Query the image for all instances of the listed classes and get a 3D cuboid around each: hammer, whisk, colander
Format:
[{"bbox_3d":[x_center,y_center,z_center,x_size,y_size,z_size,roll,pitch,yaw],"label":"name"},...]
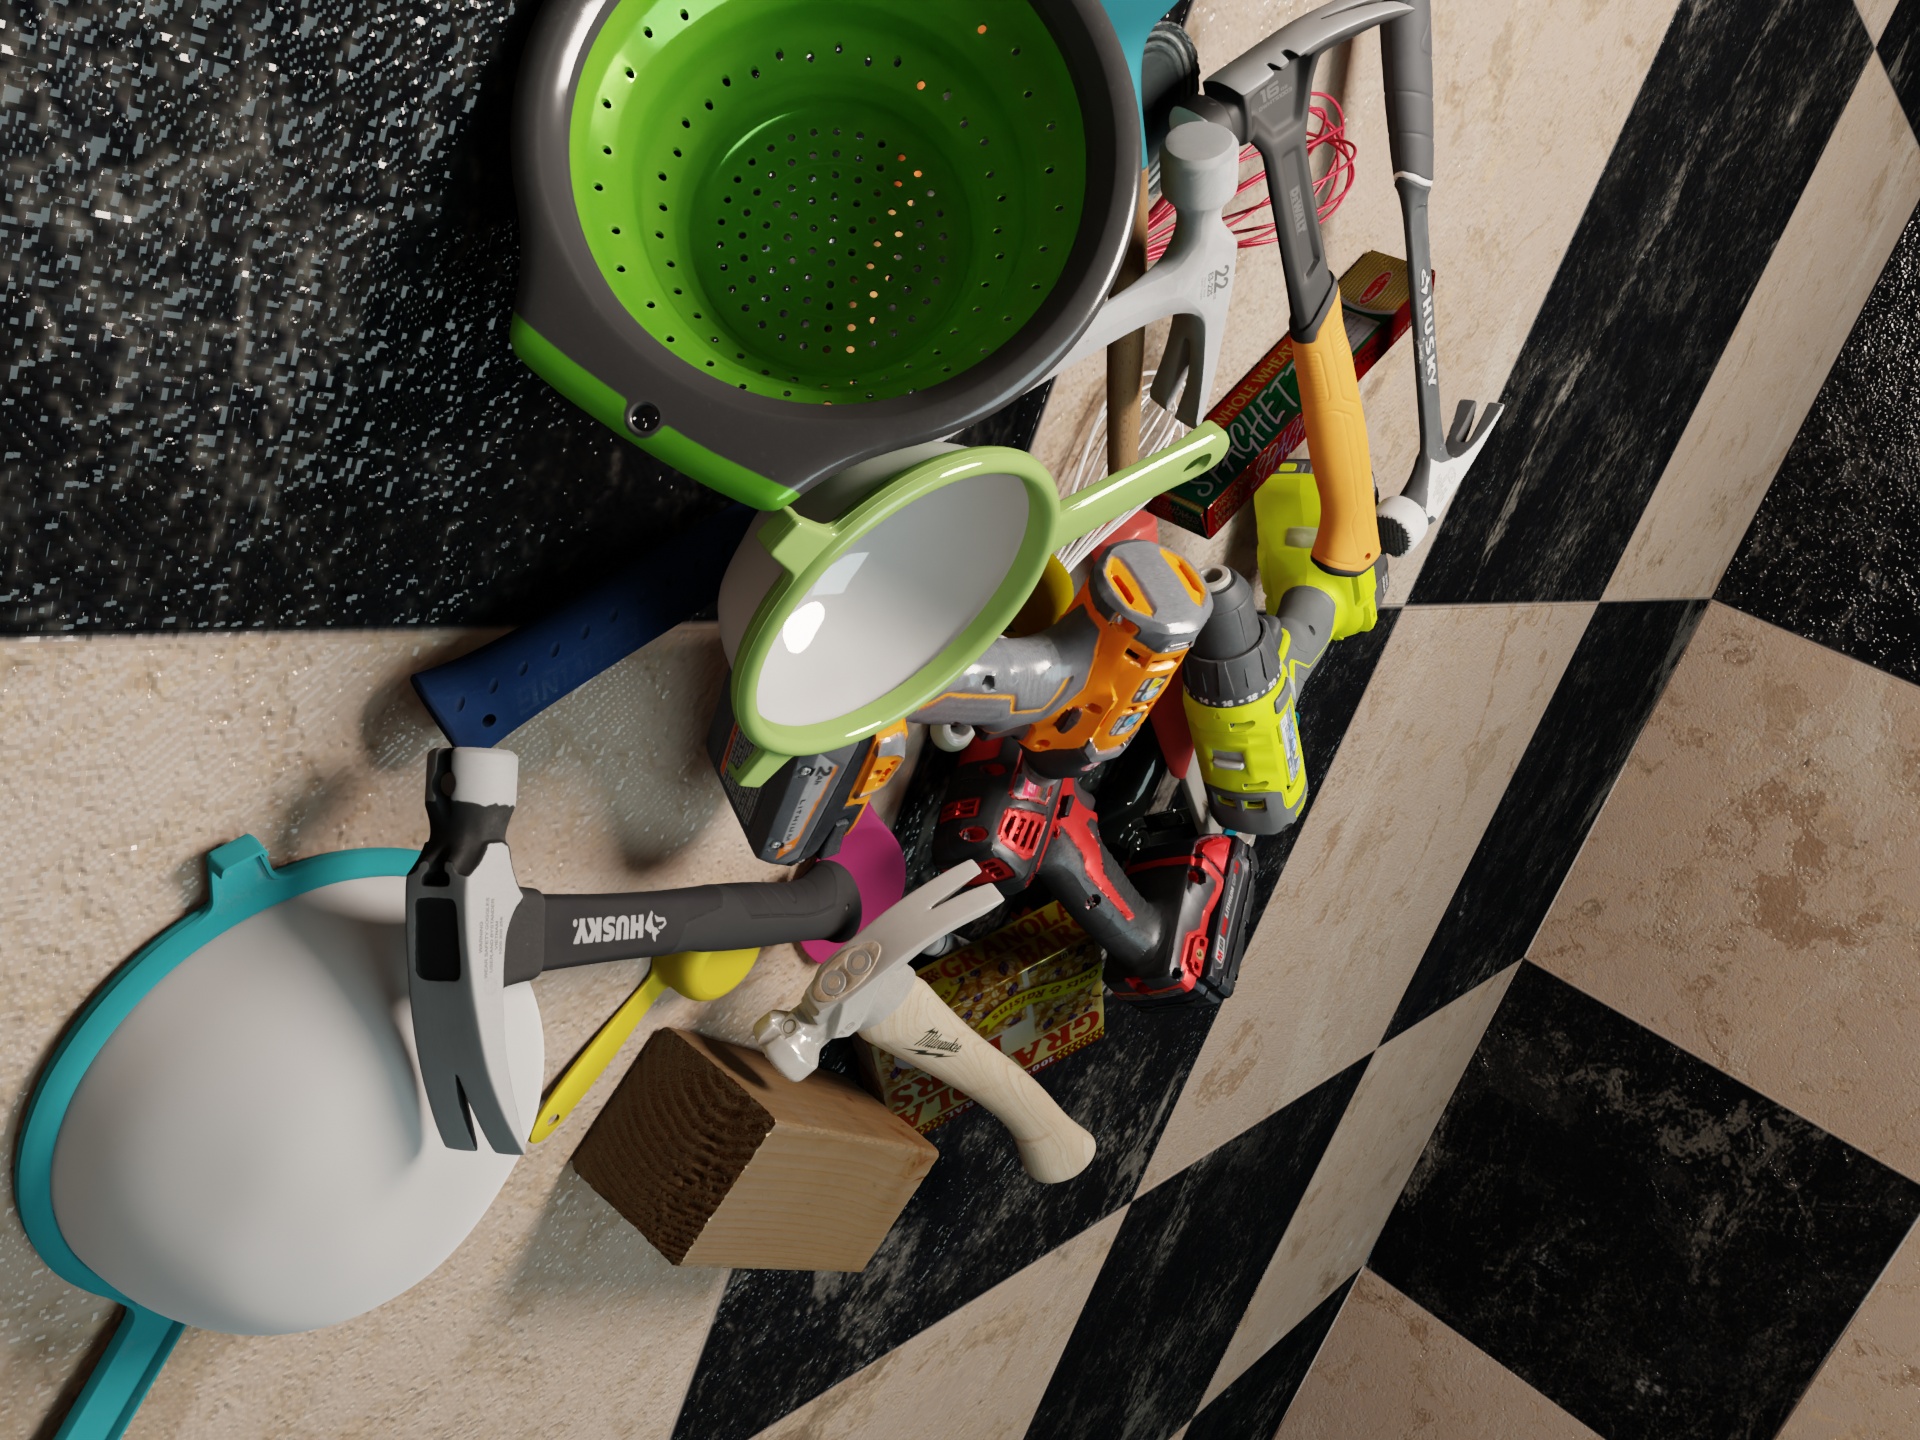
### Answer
[{"bbox_3d":[-0.124,0.095,0.709,0.334,0.035,0.146,12,78,-69],"label":"hammer"},{"bbox_3d":[0.100,-0.244,0.802,0.296,0.073,0.073,-34,143,-25],"label":"whisk"},{"bbox_3d":[0.197,-0.206,0.848,0.127,0.034,0.336,-37,138,-11],"label":"hammer"},{"bbox_3d":[0.055,-0.087,0.885,0.057,0.059,0.246,31,96,-22],"label":"whisk"},{"bbox_3d":[-0.037,-0.103,0.669,0.405,0.035,0.143,-34,145,-19],"label":"hammer"},{"bbox_3d":[-0.002,-0.253,0.564,0.397,0.204,0.094,-58,-178,-5],"label":"colander"},{"bbox_3d":[0.273,-0.303,0.940,0.149,0.036,0.408,-45,135,-33],"label":"hammer"},{"bbox_3d":[0.135,0.003,1.043,0.149,0.037,0.358,-50,142,-20],"label":"hammer"},{"bbox_3d":[0.021,0.213,0.982,0.146,0.038,0.410,-39,146,-1],"label":"hammer"}]

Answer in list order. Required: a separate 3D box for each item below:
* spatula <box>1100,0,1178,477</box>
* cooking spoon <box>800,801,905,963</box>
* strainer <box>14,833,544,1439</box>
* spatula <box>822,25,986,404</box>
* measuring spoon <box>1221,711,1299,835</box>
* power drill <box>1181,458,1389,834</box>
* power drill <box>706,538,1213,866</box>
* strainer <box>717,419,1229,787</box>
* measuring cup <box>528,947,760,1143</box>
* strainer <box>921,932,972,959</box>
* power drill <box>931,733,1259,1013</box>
[{"bbox_3d":[0.083,-0.225,0.727,0.082,0.044,0.317,-31,140,-26],"label":"spatula"},{"bbox_3d":[-0.055,0.010,0.832,0.068,0.017,0.318,-16,132,-26],"label":"cooking spoon"},{"bbox_3d":[-0.272,0.217,0.622,0.340,0.095,0.210,-60,150,-1],"label":"strainer"},{"bbox_3d":[-0.030,-0.197,0.663,0.081,0.041,0.322,5,115,-40],"label":"spatula"},{"bbox_3d":[0.195,0.046,1.106,0.042,0.021,0.128,2,118,-59],"label":"measuring spoon"},{"bbox_3d":[0.201,-0.067,1.012,0.229,0.080,0.190,-58,142,-38],"label":"power drill"},{"bbox_3d":[-0.001,-0.002,0.770,0.226,0.084,0.164,-13,149,-29],"label":"power drill"},{"bbox_3d":[0.001,-0.084,0.634,0.256,0.069,0.151,-30,155,-30],"label":"strainer"},{"bbox_3d":[-0.156,0.154,0.799,0.156,0.029,0.062,-52,149,-17],"label":"measuring cup"},{"bbox_3d":[0.032,0.174,1.084,0.087,0.050,0.258,-37,147,13],"label":"strainer"},{"bbox_3d":[0.081,0.072,0.954,0.219,0.078,0.143,39,52,-31],"label":"power drill"}]
